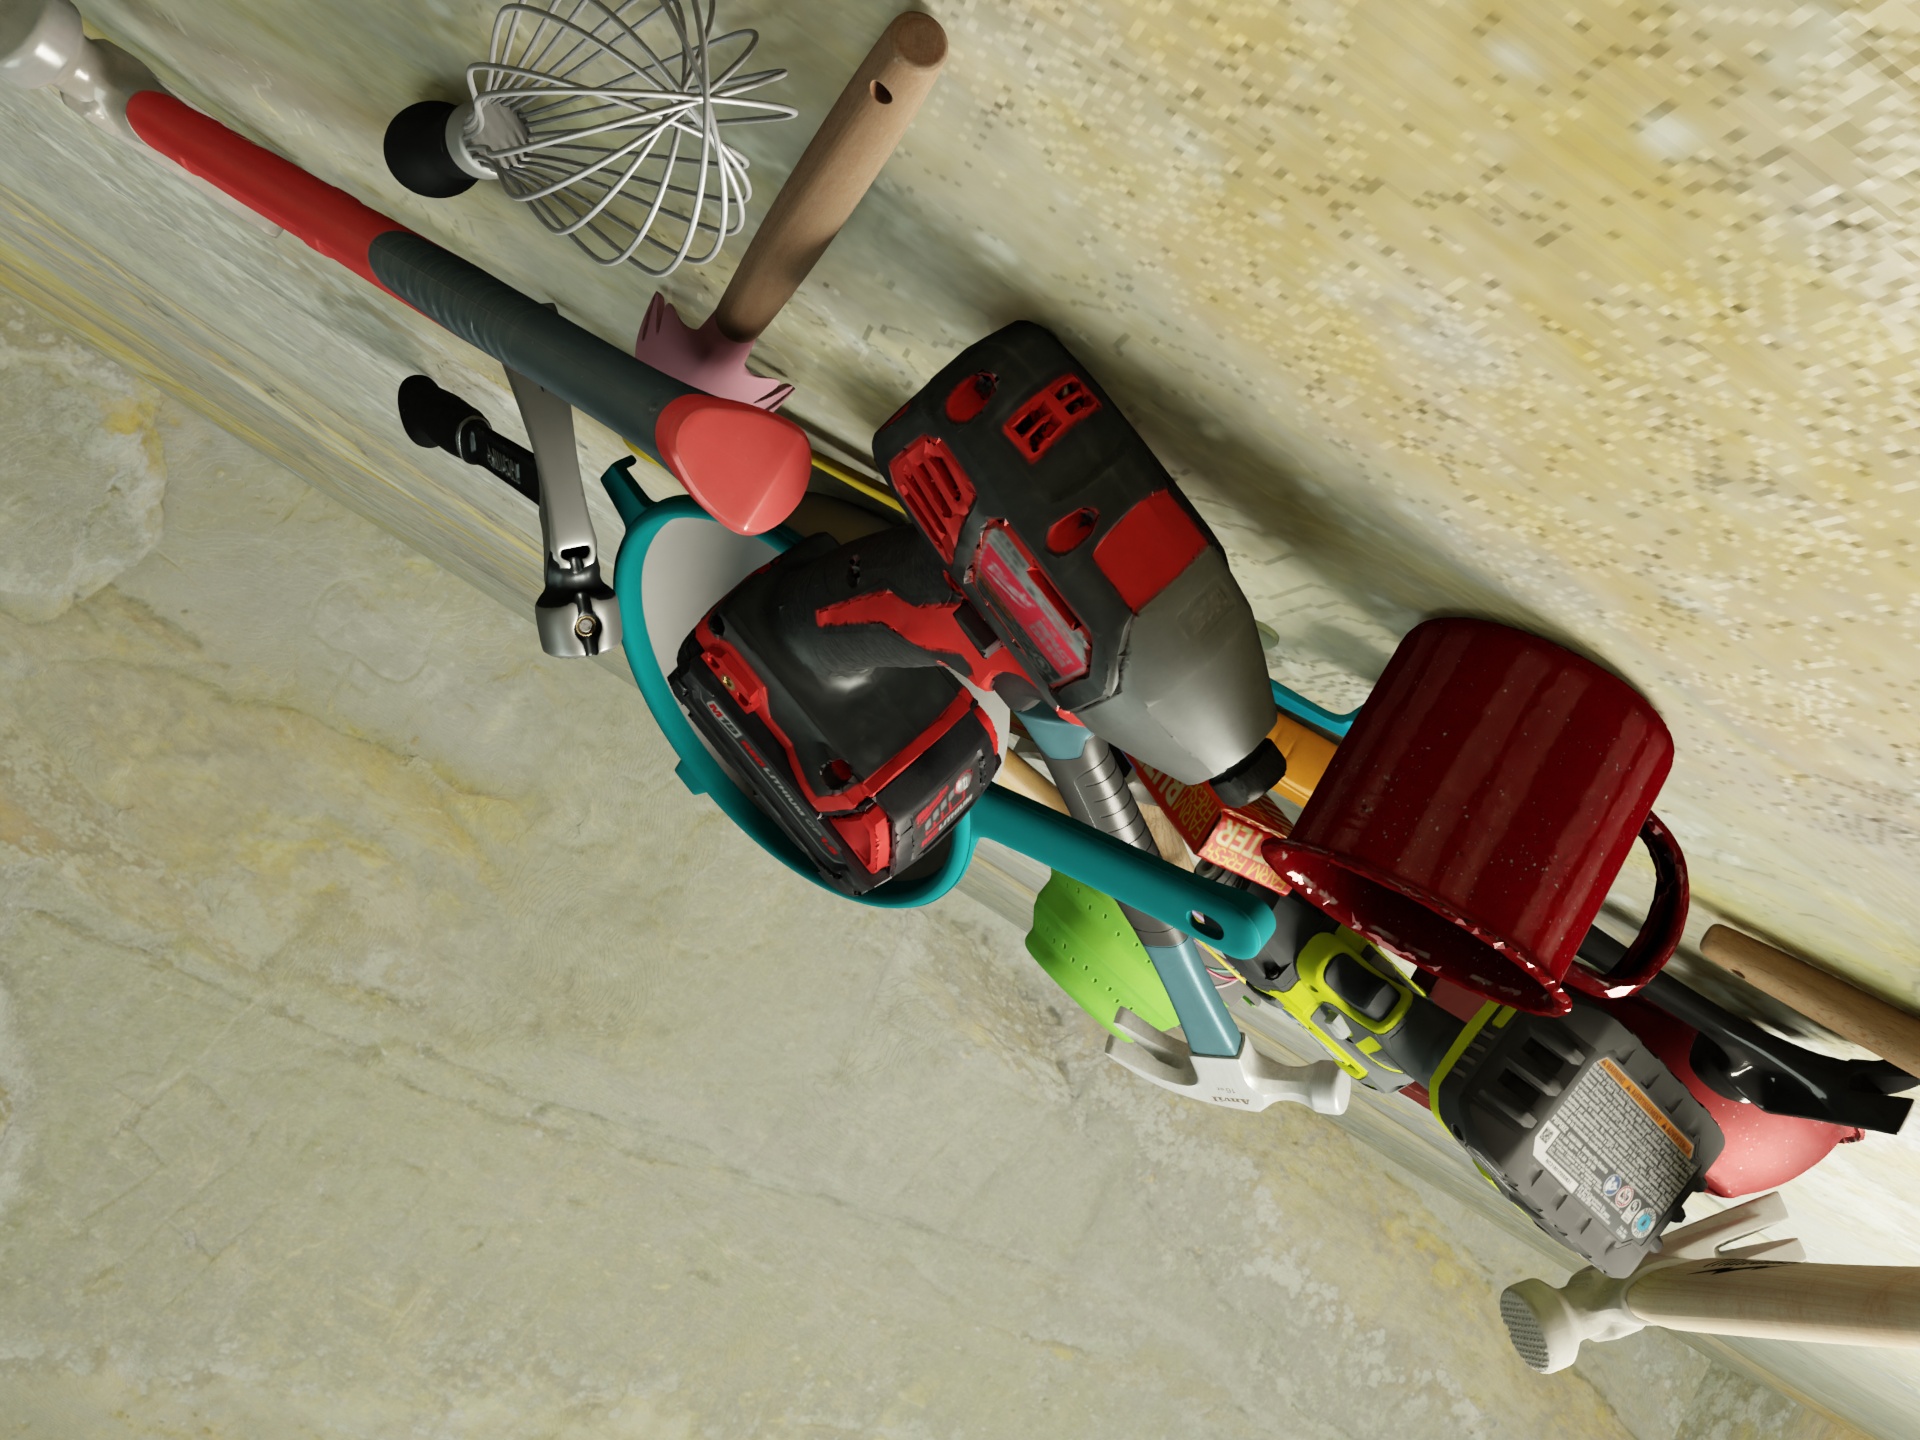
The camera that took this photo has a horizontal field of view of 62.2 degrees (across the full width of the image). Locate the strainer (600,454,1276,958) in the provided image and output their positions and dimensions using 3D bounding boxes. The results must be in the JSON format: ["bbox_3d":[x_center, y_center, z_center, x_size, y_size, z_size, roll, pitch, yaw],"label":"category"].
[{"bbox_3d":[-0.001,-0.002,0.684,0.341,0.095,0.210,25,139,30],"label":"strainer"}]

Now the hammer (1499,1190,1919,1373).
[{"bbox_3d":[0.341,0.196,0.539,0.410,0.146,0.038,115,138,-71],"label":"hammer"}]

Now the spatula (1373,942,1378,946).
[{"bbox_3d":[0.220,0.103,0.836,0.081,0.041,0.322,31,167,8],"label":"spatula"}]

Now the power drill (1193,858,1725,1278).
[{"bbox_3d":[0.206,0.138,0.713,0.171,0.080,0.223,42,174,-27],"label":"power drill"}]

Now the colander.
[{"bbox_3d":[0.073,0.128,1.117,0.396,0.094,0.205,44,179,-44],"label":"colander"}]

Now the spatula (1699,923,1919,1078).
[{"bbox_3d":[0.385,0.158,0.503,0.318,0.044,0.082,30,170,18],"label":"spatula"}]

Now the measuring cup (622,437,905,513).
[{"bbox_3d":[-0.065,-0.094,0.635,0.156,0.029,0.062,26,-164,5],"label":"measuring cup"}]

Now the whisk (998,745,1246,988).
[{"bbox_3d":[0.086,0.077,0.864,0.244,0.047,0.051,40,128,-24],"label":"whisk"}]

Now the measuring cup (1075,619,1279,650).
[{"bbox_3d":[0.052,-0.047,0.524,0.083,0.038,0.168,37,167,-30],"label":"measuring cup"}]

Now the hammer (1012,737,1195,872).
[{"bbox_3d":[0.113,0.066,0.956,0.130,0.031,0.331,28,171,21],"label":"hammer"}]

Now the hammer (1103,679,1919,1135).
[{"bbox_3d":[0.194,0.056,0.613,0.337,0.034,0.127,31,172,2],"label":"hammer"}]

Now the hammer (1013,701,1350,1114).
[{"bbox_3d":[0.103,0.102,0.827,0.128,0.033,0.330,-3,134,30],"label":"hammer"}]

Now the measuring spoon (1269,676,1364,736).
[{"bbox_3d":[0.128,-0.010,0.553,0.042,0.021,0.129,37,179,-36],"label":"measuring spoon"}]

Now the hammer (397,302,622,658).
[{"bbox_3d":[-0.256,-0.151,0.840,0.409,0.036,0.149,31,131,59],"label":"hammer"}]

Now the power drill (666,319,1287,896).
[{"bbox_3d":[0.002,-0.018,0.497,0.143,0.078,0.219,51,149,-7],"label":"power drill"}]

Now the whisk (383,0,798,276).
[{"bbox_3d":[-0.119,-0.161,0.430,0.070,0.070,0.285,37,175,-33],"label":"whisk"}]

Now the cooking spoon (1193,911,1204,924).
[{"bbox_3d":[0.034,0.044,0.941,0.319,0.017,0.069,34,173,-5],"label":"cooking spoon"}]

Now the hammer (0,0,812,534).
[{"bbox_3d":[-0.193,-0.159,0.573,0.387,0.038,0.143,33,-179,26],"label":"hammer"}]

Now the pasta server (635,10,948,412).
[{"bbox_3d":[-0.055,-0.131,0.463,0.060,0.040,0.316,34,167,-14],"label":"pasta server"}]
